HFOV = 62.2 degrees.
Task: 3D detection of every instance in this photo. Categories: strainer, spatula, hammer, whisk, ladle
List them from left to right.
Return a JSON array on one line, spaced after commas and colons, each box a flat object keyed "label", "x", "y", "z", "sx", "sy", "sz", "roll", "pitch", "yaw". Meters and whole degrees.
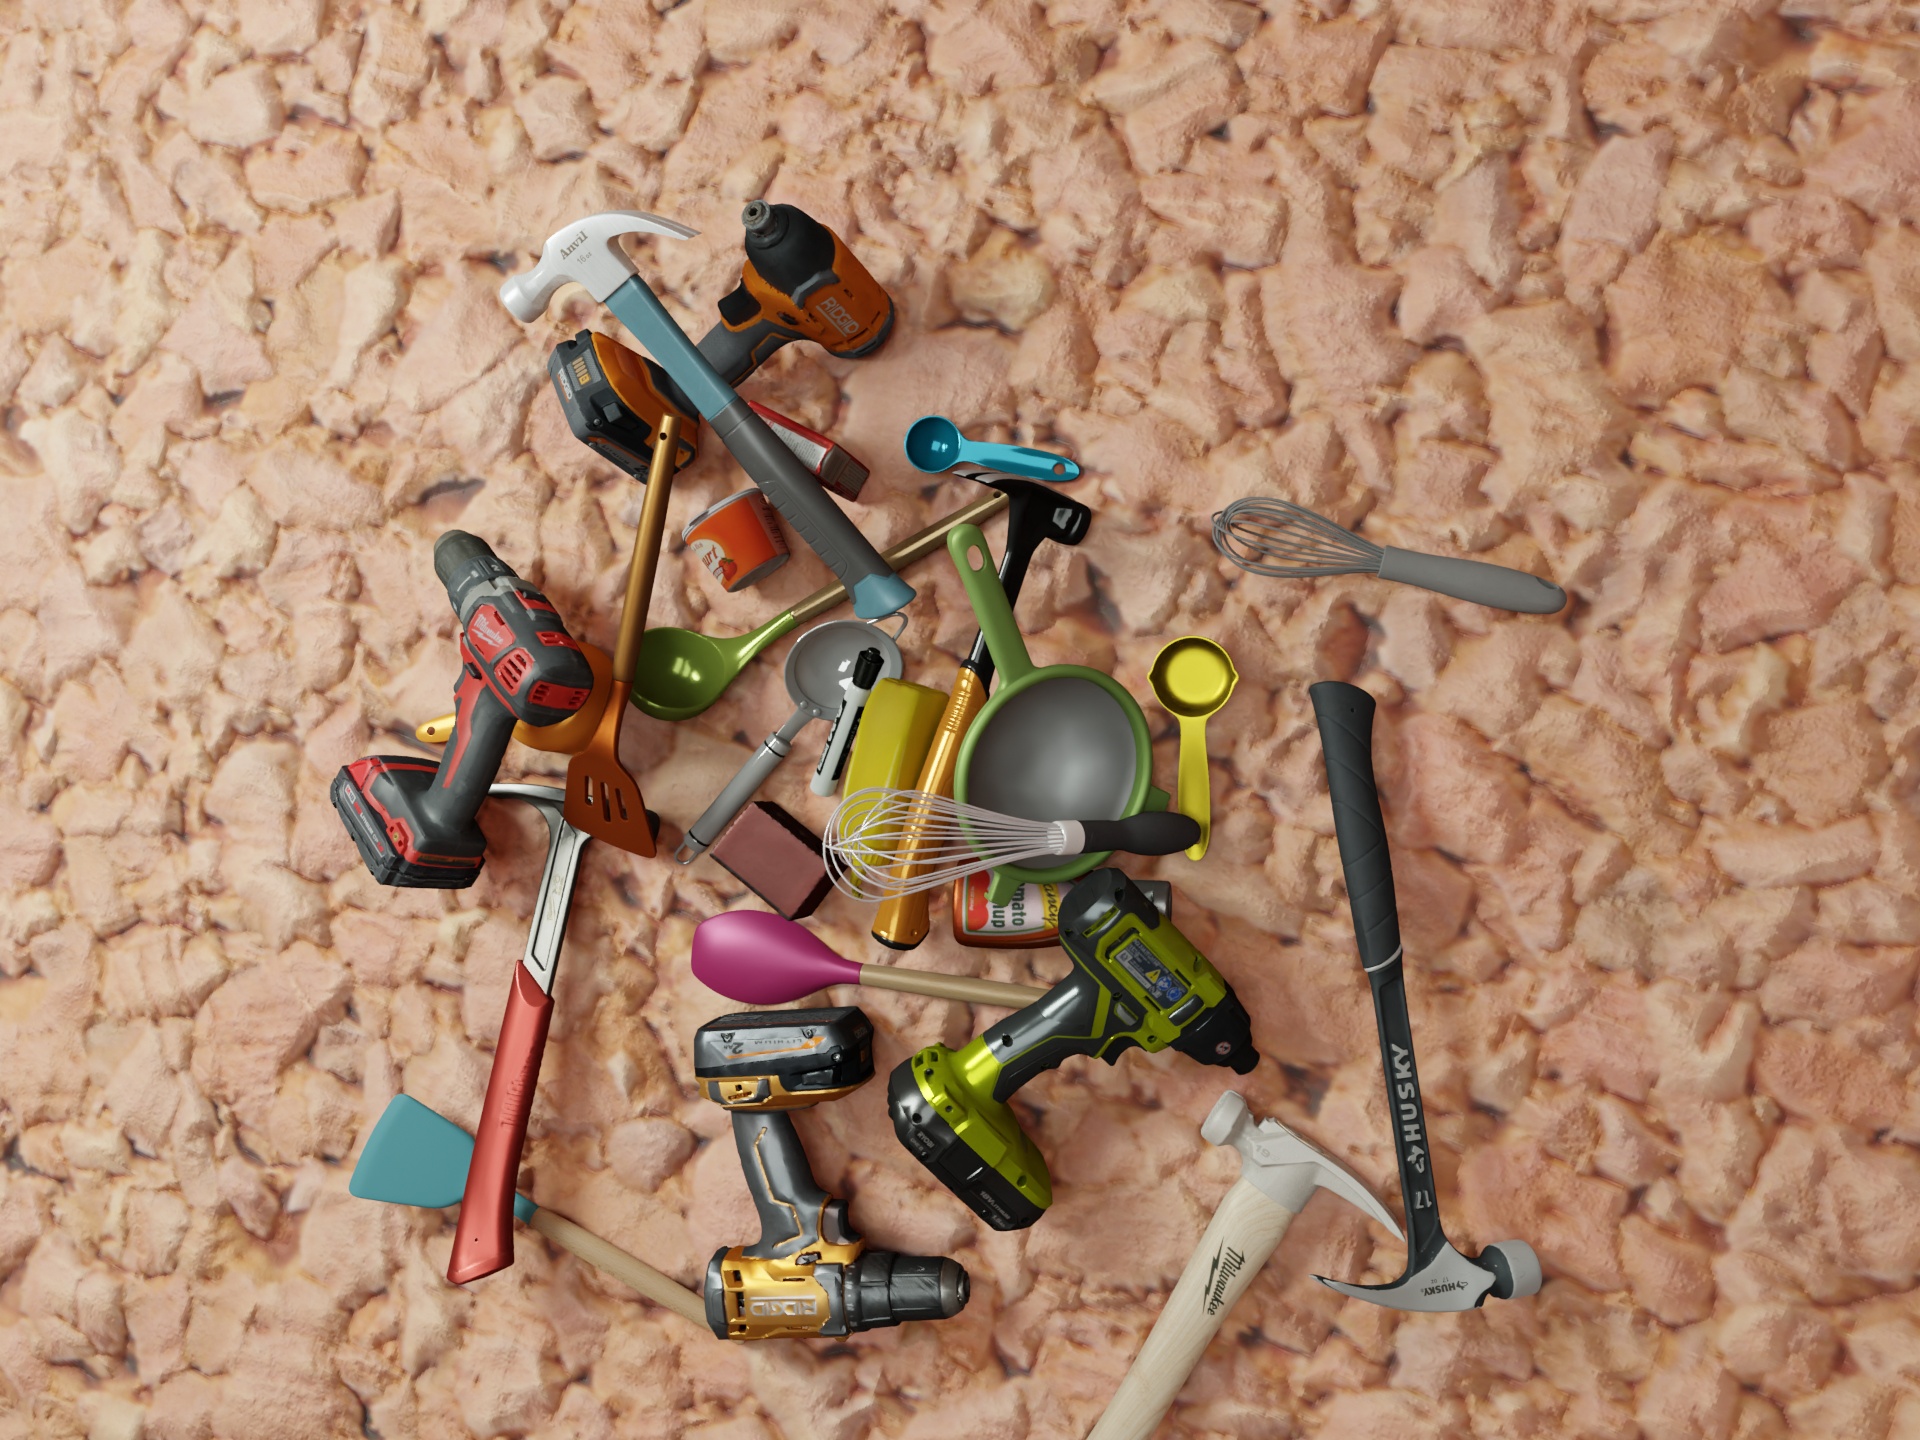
[{"label": "hammer", "x": -0.330, "y": 0.227, "z": 1.171, "sx": 0.149, "sy": 0.036, "sz": 0.359, "roll": 9, "pitch": 81, "yaw": 13}, {"label": "spatula", "x": -0.297, "y": 0.381, "z": 1.172, "sx": 0.317, "sy": 0.044, "sz": 0.082, "roll": 24, "pitch": 83, "yaw": 12}, {"label": "spatula", "x": -0.224, "y": -0.054, "z": 1.098, "sx": 0.081, "sy": 0.041, "sz": 0.322, "roll": 20, "pitch": 108, "yaw": 16}, {"label": "hammer", "x": -0.150, "y": -0.197, "z": 1.064, "sx": 0.128, "sy": 0.033, "sz": 0.331, "roll": -36, "pitch": 105, "yaw": 20}, {"label": "strainer", "x": -0.129, "y": 0.010, "z": 1.157, "sx": 0.086, "sy": 0.050, "sz": 0.258, "roll": 34, "pitch": 103, "yaw": -31}, {"label": "ladle", "x": -0.102, "y": -0.093, "z": 1.150, "sx": 0.320, "sy": 0.062, "sz": 0.078, "roll": -29, "pitch": 61, "yaw": 7}, {"label": "hammer", "x": -0.002, "y": -0.003, "z": 1.092, "sx": 0.034, "sy": 0.127, "sz": 0.337, "roll": 21, "pitch": 95, "yaw": 38}, {"label": "strainer", "x": 0.033, "y": -0.015, "z": 1.062, "sx": 0.151, "sy": 0.069, "sz": 0.256, "roll": -29, "pitch": 112, "yaw": -18}, {"label": "whisk", "x": 0.041, "y": 0.077, "z": 1.018, "sx": 0.284, "sy": 0.070, "sz": 0.070, "roll": 1, "pitch": 86, "yaw": -31}, {"label": "hammer", "x": 0.133, "y": 0.459, "z": 1.071, "sx": 0.146, "sy": 0.038, "sz": 0.410, "roll": 32, "pitch": 95, "yaw": 12}, {"label": "hammer", "x": 0.273, "y": 0.175, "z": 1.036, "sx": 0.149, "sy": 0.036, "sz": 0.409, "roll": -4, "pitch": 80, "yaw": -17}, {"label": "whisk", "x": 0.284, "y": -0.106, "z": 1.065, "sx": 0.239, "sy": 0.055, "sz": 0.055, "roll": 14, "pitch": 90, "yaw": 10}]

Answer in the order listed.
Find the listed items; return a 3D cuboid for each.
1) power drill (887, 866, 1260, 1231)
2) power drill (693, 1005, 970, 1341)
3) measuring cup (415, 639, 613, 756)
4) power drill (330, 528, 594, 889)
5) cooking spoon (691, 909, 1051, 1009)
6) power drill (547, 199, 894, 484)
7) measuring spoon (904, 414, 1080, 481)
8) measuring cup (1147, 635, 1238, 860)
[{"label": "power drill", "x": 0.077, "y": 0.228, "z": 1.061, "sx": 0.223, "sy": 0.080, "sz": 0.171, "roll": -42, "pitch": 104, "yaw": 8}, {"label": "power drill", "x": -0.093, "y": 0.319, "z": 1.112, "sx": 0.185, "sy": 0.084, "sz": 0.226, "roll": -5, "pitch": 90, "yaw": 12}, {"label": "measuring cup", "x": -0.345, "y": -0.010, "z": 1.201, "sx": 0.173, "sy": 0.052, "sz": 0.095, "roll": -13, "pitch": 84, "yaw": 10}, {"label": "power drill", "x": -0.366, "y": -0.011, "z": 1.148, "sx": 0.188, "sy": 0.080, "sz": 0.226, "roll": 47, "pitch": 112, "yaw": 33}, {"label": "cooking spoon", "x": -0.046, "y": 0.185, "z": 1.137, "sx": 0.319, "sy": 0.017, "sz": 0.069, "roll": 6, "pitch": 89, "yaw": 14}, {"label": "power drill", "x": -0.174, "y": -0.272, "z": 1.121, "sx": 0.226, "sy": 0.164, "sz": 0.084, "roll": -30, "pitch": 67, "yaw": 12}, {"label": "measuring spoon", "x": 0.023, "y": -0.189, "z": 1.148, "sx": 0.128, "sy": 0.021, "sz": 0.042, "roll": 12, "pitch": 90, "yaw": 4}, {"label": "measuring cup", "x": 0.162, "y": 0.018, "z": 1.101, "sx": 0.062, "sy": 0.029, "sz": 0.156, "roll": 0, "pitch": 98, "yaw": 12}]
